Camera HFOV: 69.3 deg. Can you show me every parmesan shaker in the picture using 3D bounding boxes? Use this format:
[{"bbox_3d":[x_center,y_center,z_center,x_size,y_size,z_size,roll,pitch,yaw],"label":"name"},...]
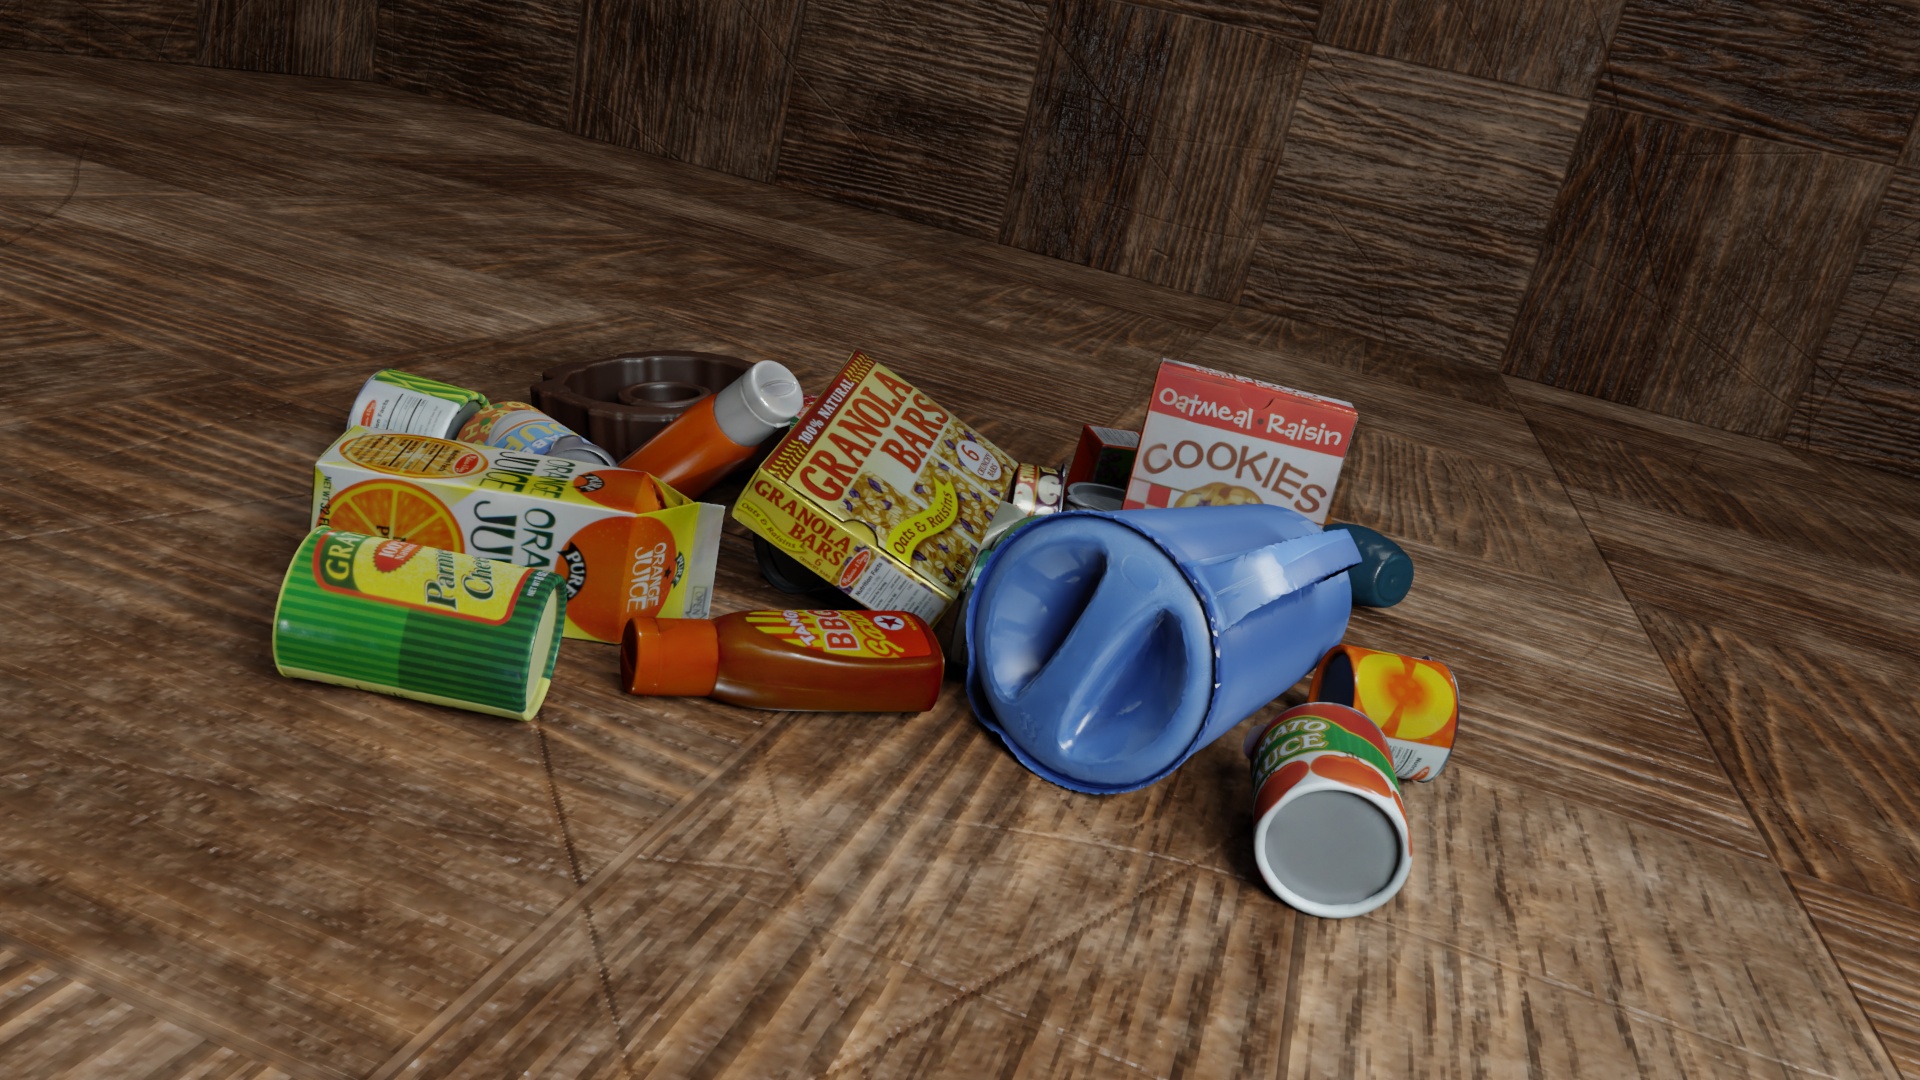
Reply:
[{"bbox_3d":[-0.229,0.035,0.600,0.103,0.071,0.071,11,18,-6],"label":"parmesan shaker"}]

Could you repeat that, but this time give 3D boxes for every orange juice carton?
[{"bbox_3d":[-0.220,-0.001,0.705,0.193,0.071,0.073,9,18,-11],"label":"orange juice carton"}]

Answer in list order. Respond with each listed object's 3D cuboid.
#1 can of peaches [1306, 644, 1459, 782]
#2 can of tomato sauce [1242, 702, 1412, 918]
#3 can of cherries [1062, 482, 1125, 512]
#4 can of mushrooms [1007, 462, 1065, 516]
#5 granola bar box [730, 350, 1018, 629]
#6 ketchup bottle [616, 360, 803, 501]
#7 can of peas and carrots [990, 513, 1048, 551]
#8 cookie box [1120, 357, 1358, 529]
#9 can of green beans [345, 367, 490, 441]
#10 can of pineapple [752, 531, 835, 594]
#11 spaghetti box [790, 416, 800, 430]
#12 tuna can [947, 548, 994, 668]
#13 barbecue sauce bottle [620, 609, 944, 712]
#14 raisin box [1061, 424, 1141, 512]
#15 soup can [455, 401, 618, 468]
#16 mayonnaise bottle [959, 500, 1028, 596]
[{"bbox_3d":[0.225,0.090,0.745,0.058,0.071,0.071,10,18,-7],"label":"can of peaches"},{"bbox_3d":[0.162,0.118,0.622,0.071,0.071,0.083,15,19,6],"label":"can of tomato sauce"},{"bbox_3d":[0.096,-0.002,0.948,0.071,0.058,0.072,12,19,-4],"label":"can of cherries"},{"bbox_3d":[0.050,-0.022,0.955,0.033,0.070,0.071,11,18,-1],"label":"can of mushrooms"},{"bbox_3d":[-0.042,-0.031,0.791,0.124,0.039,0.166,35,32,-6],"label":"granola bar box"},{"bbox_3d":[-0.151,-0.054,0.813,0.148,0.043,0.065,-30,-5,36],"label":"ketchup bottle"},{"bbox_3d":[0.059,0.024,0.828,0.071,0.070,0.059,2,21,-31],"label":"can of peas and carrots"},{"bbox_3d":[0.164,-0.019,0.871,0.123,0.166,0.040,14,18,4],"label":"cookie box"},{"bbox_3d":[-0.323,-0.064,0.832,0.058,0.071,0.071,15,18,6],"label":"can of green beans"},{"bbox_3d":[-0.079,-0.006,0.820,0.071,0.070,0.058,26,22,36],"label":"can of pineapple"},{"bbox_3d":[-0.131,-0.073,1.048,0.050,0.028,0.250,-3,24,-41],"label":"spaghetti box"},{"bbox_3d":[0.019,0.039,0.759,0.033,0.070,0.071,17,18,8],"label":"tuna can"},{"bbox_3d":[-0.086,0.057,0.670,0.149,0.043,0.065,3,22,-26],"label":"barbecue sauce bottle"},{"bbox_3d":[0.140,-0.034,1.030,0.123,0.085,0.040,5,25,-23],"label":"raisin box"},{"bbox_3d":[-0.246,-0.041,0.806,0.071,0.071,0.084,-5,25,-45],"label":"soup can"},{"bbox_3d":[0.003,-0.011,0.914,0.065,0.041,0.148,-34,25,-2],"label":"mayonnaise bottle"}]
